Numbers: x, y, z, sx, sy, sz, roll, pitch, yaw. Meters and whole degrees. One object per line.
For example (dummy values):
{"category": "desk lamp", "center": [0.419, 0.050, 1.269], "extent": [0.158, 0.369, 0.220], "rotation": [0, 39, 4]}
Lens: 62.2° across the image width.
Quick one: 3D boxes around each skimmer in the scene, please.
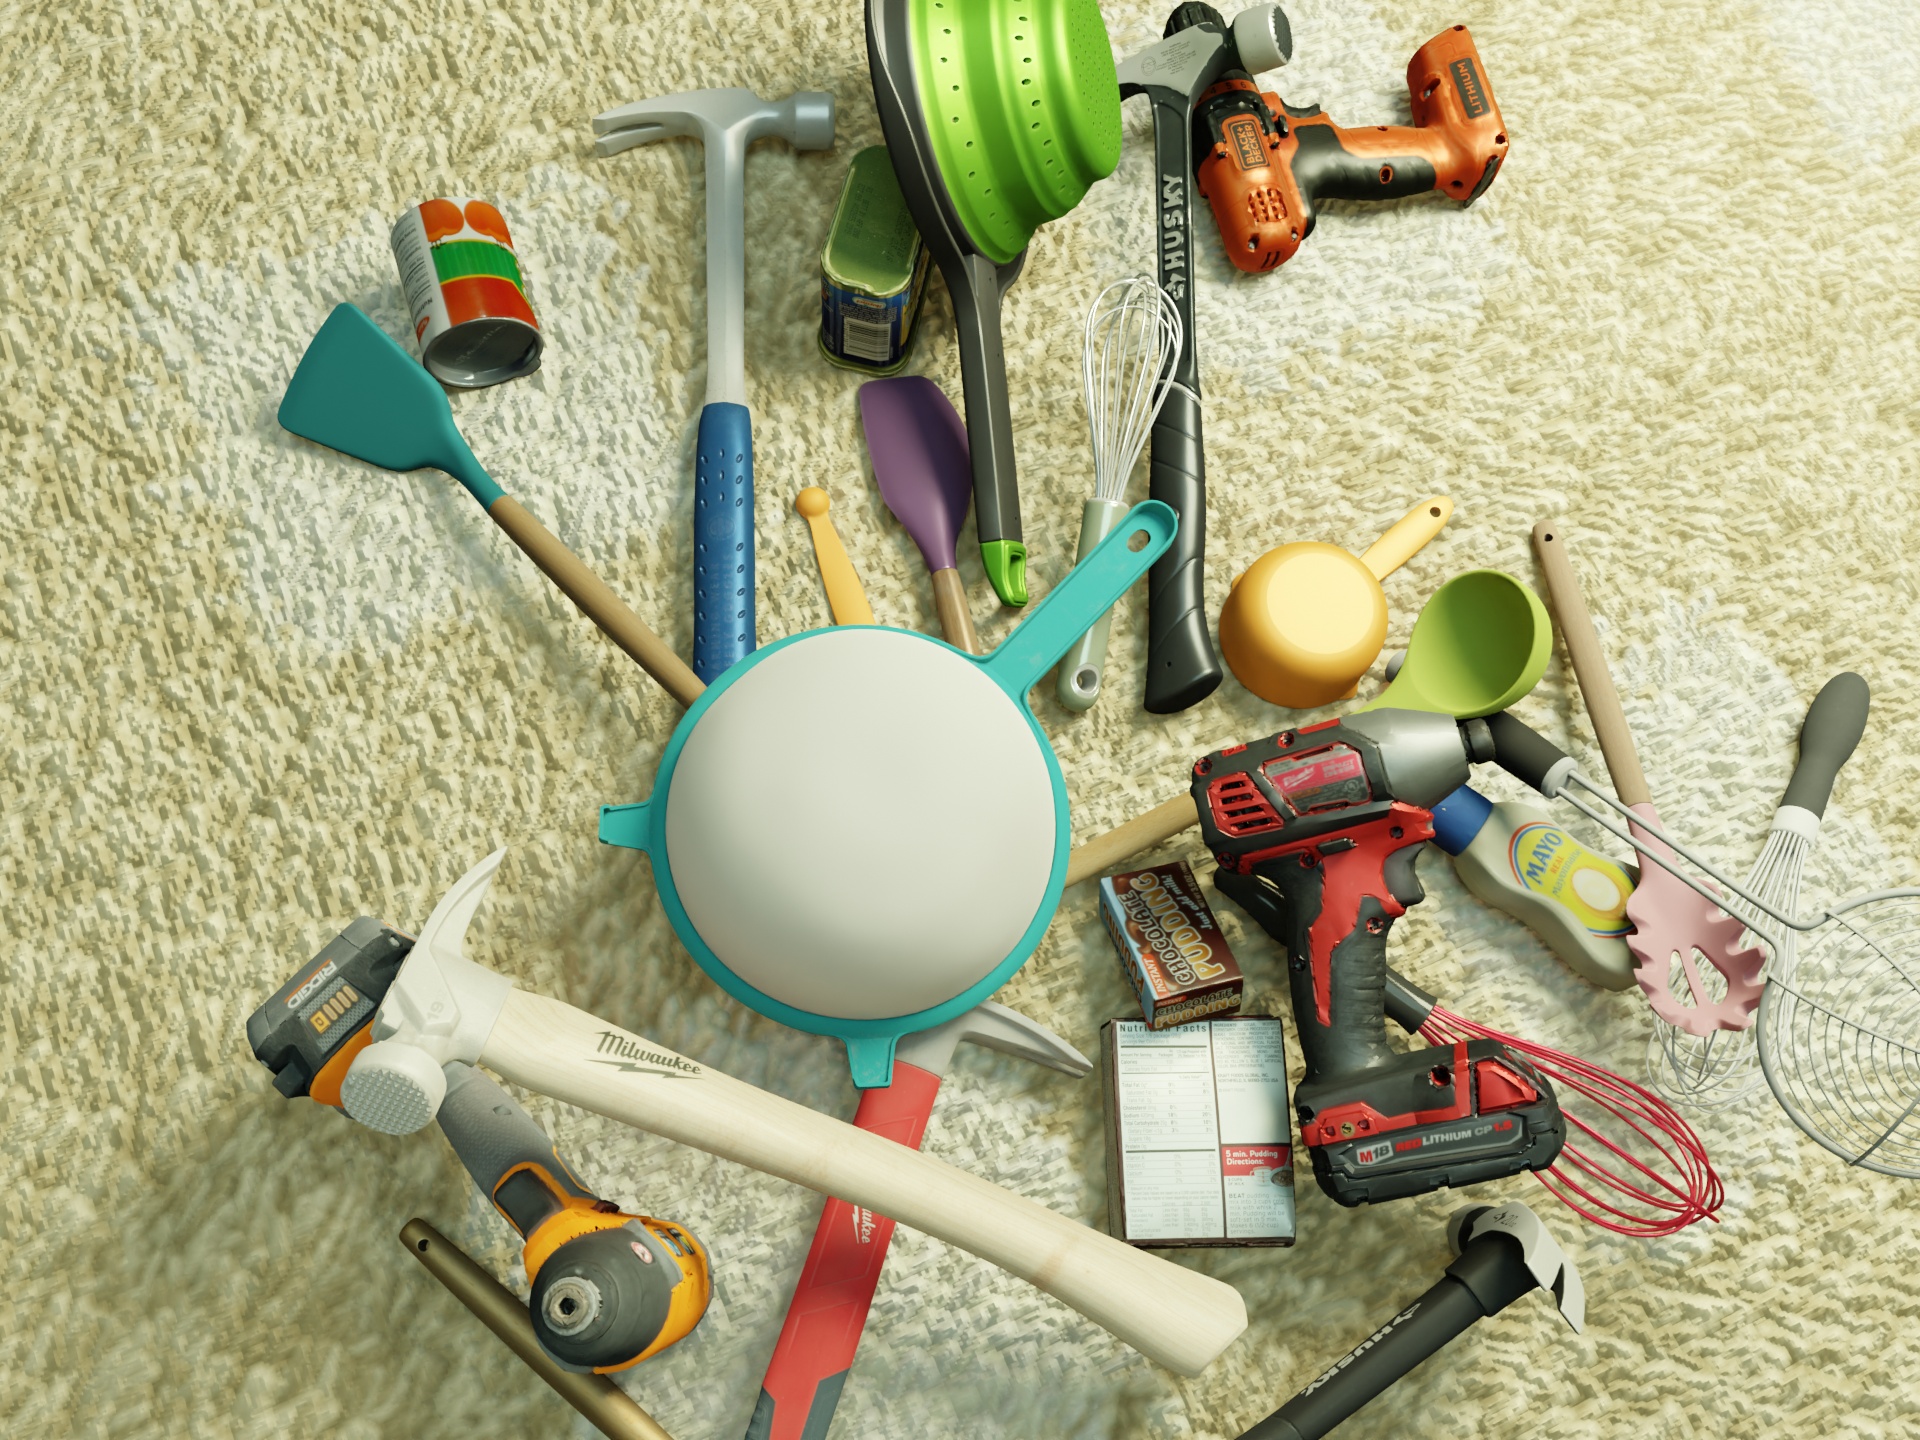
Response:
{"category": "skimmer", "center": [0.351, 0.070, 0.781], "extent": [0.127, 0.090, 0.364], "rotation": [-54, 42, 9]}

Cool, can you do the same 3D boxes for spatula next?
{"category": "spatula", "center": [-0.237, -0.097, 0.847], "extent": [0.318, 0.044, 0.082], "rotation": [42, 107, 15]}
{"category": "spatula", "center": [-0.001, -0.058, 0.875], "extent": [0.059, 0.018, 0.316], "rotation": [-8, 68, -11]}

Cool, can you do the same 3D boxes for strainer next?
{"category": "strainer", "center": [-0.001, -0.002, 0.773], "extent": [0.211, 0.095, 0.340], "rotation": [43, 75, 6]}

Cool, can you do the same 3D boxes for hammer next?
{"category": "hammer", "center": [0.138, 0.331, 0.719], "extent": [0.335, 0.146, 0.035], "rotation": [-35, 80, -6]}
{"category": "hammer", "center": [-0.053, 0.189, 0.709], "extent": [0.410, 0.038, 0.146], "rotation": [26, 30, -13]}
{"category": "hammer", "center": [0.119, -0.205, 0.910], "extent": [0.149, 0.036, 0.409], "rotation": [-6, 76, 31]}
{"category": "hammer", "center": [-0.056, 0.305, 0.726], "extent": [0.143, 0.038, 0.386], "rotation": [19, 64, 0]}
{"category": "hammer", "center": [-0.139, -0.186, 0.903], "extent": [0.144, 0.035, 0.406], "rotation": [-1, 72, -5]}

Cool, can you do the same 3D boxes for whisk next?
{"category": "whisk", "center": [0.438, 0.084, 0.856], "extent": [0.070, 0.070, 0.285], "rotation": [31, 67, 5]}
{"category": "whisk", "center": [0.253, 0.163, 0.812], "extent": [0.296, 0.073, 0.073], "rotation": [36, 73, 12]}
{"category": "whisk", "center": [0.081, -0.126, 0.875], "extent": [0.057, 0.059, 0.246], "rotation": [10, 87, -21]}

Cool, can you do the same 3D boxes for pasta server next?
{"category": "pasta server", "center": [0.353, 0.019, 0.847], "extent": [0.060, 0.040, 0.316], "rotation": [-14, 60, 14]}

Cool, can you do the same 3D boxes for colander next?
{"category": "colander", "center": [0.040, -0.263, 0.870], "extent": [0.094, 0.204, 0.397], "rotation": [-6, 89, 21]}

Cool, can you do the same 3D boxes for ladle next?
{"category": "ladle", "center": [0.157, 0.018, 0.823], "extent": [0.320, 0.062, 0.078], "rotation": [-27, 47, 1]}

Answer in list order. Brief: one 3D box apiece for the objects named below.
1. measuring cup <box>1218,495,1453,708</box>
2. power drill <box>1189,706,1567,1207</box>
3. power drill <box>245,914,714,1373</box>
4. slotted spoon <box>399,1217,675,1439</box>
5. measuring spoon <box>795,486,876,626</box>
{"category": "measuring cup", "center": [0.223, -0.082, 0.889], "extent": [0.173, 0.052, 0.095], "rotation": [-40, 79, -13]}
{"category": "power drill", "center": [0.205, 0.104, 0.756], "extent": [0.143, 0.078, 0.220], "rotation": [-17, 83, 15]}
{"category": "power drill", "center": [-0.208, 0.193, 0.707], "extent": [0.226, 0.164, 0.084], "rotation": [43, 79, 11]}
{"category": "slotted spoon", "center": [-0.142, 0.335, 0.737], "extent": [0.314, 0.031, 0.070], "rotation": [37, 73, 9]}
{"category": "measuring spoon", "center": [-0.067, -0.080, 0.887], "extent": [0.021, 0.011, 0.117], "rotation": [-18, 74, -10]}
